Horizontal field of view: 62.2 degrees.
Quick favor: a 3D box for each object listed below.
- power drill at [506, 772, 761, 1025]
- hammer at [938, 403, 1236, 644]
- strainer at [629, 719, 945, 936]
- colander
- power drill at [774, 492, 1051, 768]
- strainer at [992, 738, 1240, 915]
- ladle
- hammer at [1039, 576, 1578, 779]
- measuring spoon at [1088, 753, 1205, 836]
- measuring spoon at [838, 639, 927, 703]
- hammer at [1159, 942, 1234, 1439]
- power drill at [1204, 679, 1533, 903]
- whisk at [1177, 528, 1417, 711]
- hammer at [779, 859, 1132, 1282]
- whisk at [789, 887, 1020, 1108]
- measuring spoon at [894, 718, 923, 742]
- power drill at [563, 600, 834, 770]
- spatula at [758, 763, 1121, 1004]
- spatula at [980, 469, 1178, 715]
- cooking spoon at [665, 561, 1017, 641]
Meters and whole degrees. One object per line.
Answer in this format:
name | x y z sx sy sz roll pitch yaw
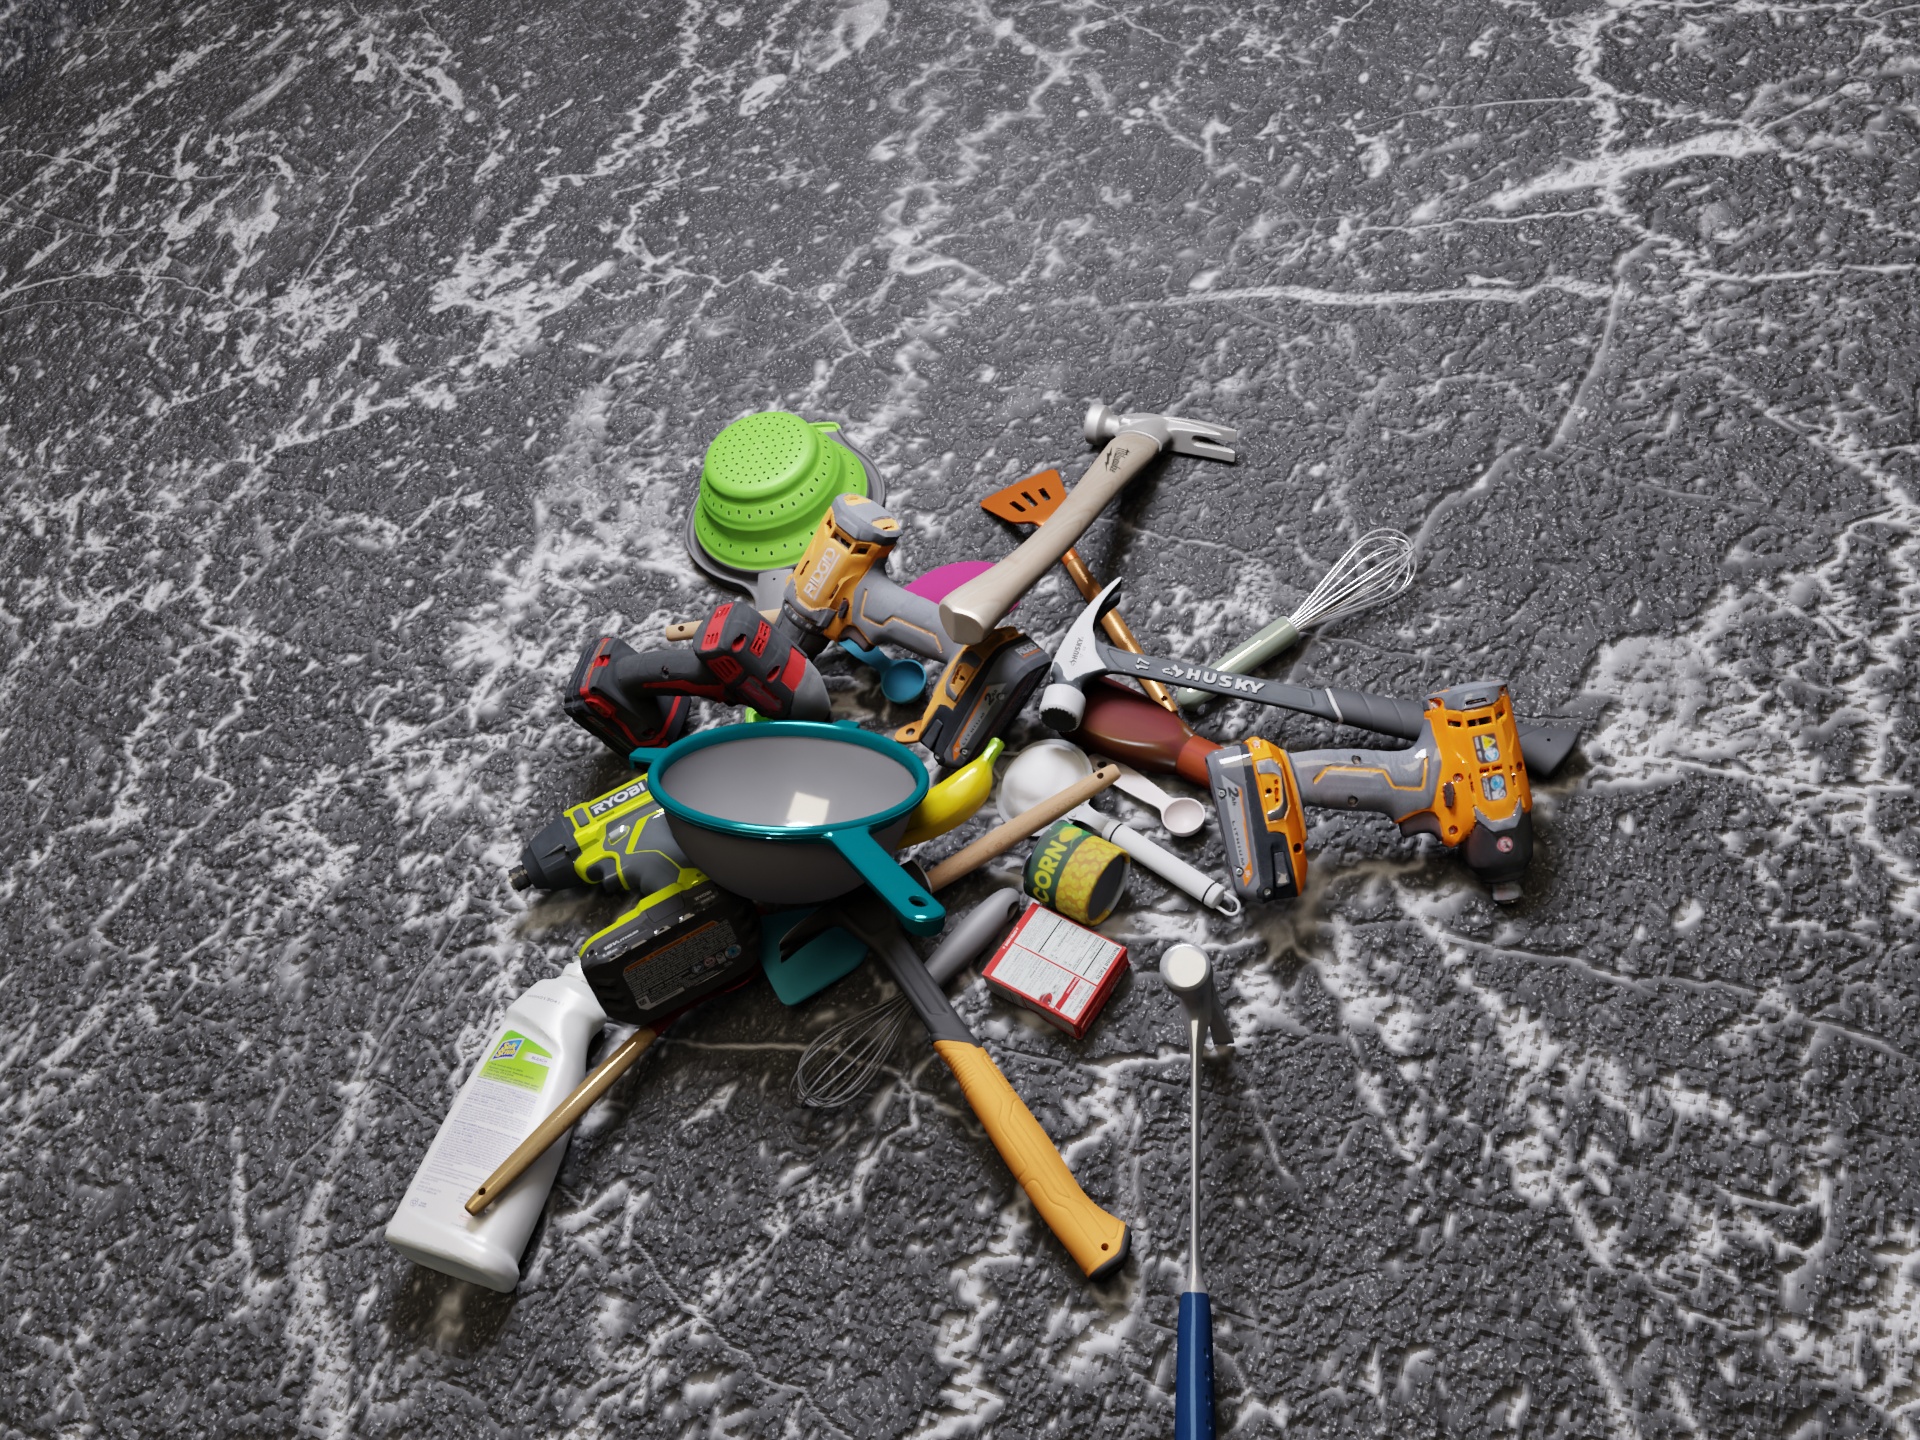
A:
power drill | -0.264 0.136 1.279 0.171 0.080 0.223 -28 37 -13
hammer | 0.105 -0.172 1.359 0.146 0.038 0.411 14 37 23
strainer | -0.100 0.102 1.157 0.211 0.095 0.341 -8 25 -28
colander | -0.181 -0.162 1.484 0.204 0.094 0.398 -7 54 9
power drill | -0.059 -0.055 1.337 0.226 0.084 0.185 40 116 13
strainer | 0.116 0.083 1.267 0.259 0.050 0.087 32 82 28
ladle | -0.254 0.255 1.211 0.069 0.031 0.315 24 52 30
hammer | 0.277 -0.019 1.265 0.409 0.036 0.149 12 55 12
measuring spoon | 0.149 0.060 1.292 0.034 0.018 0.124 -41 49 -18
measuring spoon | -0.076 -0.054 1.423 0.042 0.021 0.129 -47 57 -7
hammer | 0.153 0.359 1.025 0.035 0.144 0.406 -3 63 15
power drill | 0.308 0.071 1.180 0.226 0.084 0.164 -13 88 6
whisk | 0.284 -0.081 1.339 0.246 0.059 0.058 -34 10 -6
hammer | 0.004 0.255 1.138 0.127 0.034 0.337 -27 62 -21
whisk | -0.039 0.209 1.212 0.055 0.055 0.239 34 64 32
measuring spoon | -0.002 -0.004 1.376 0.117 0.011 0.021 -18 53 2
power drill | -0.216 -0.025 1.345 0.220 0.143 0.079 -11 51 37
spatula | -0.014 0.118 1.252 0.317 0.044 0.082 -32 58 5
spatula | 0.114 -0.119 1.422 0.081 0.041 0.323 -25 57 -5
cooking spoon | -0.103 -0.099 1.422 0.319 0.017 0.069 -9 66 -9
